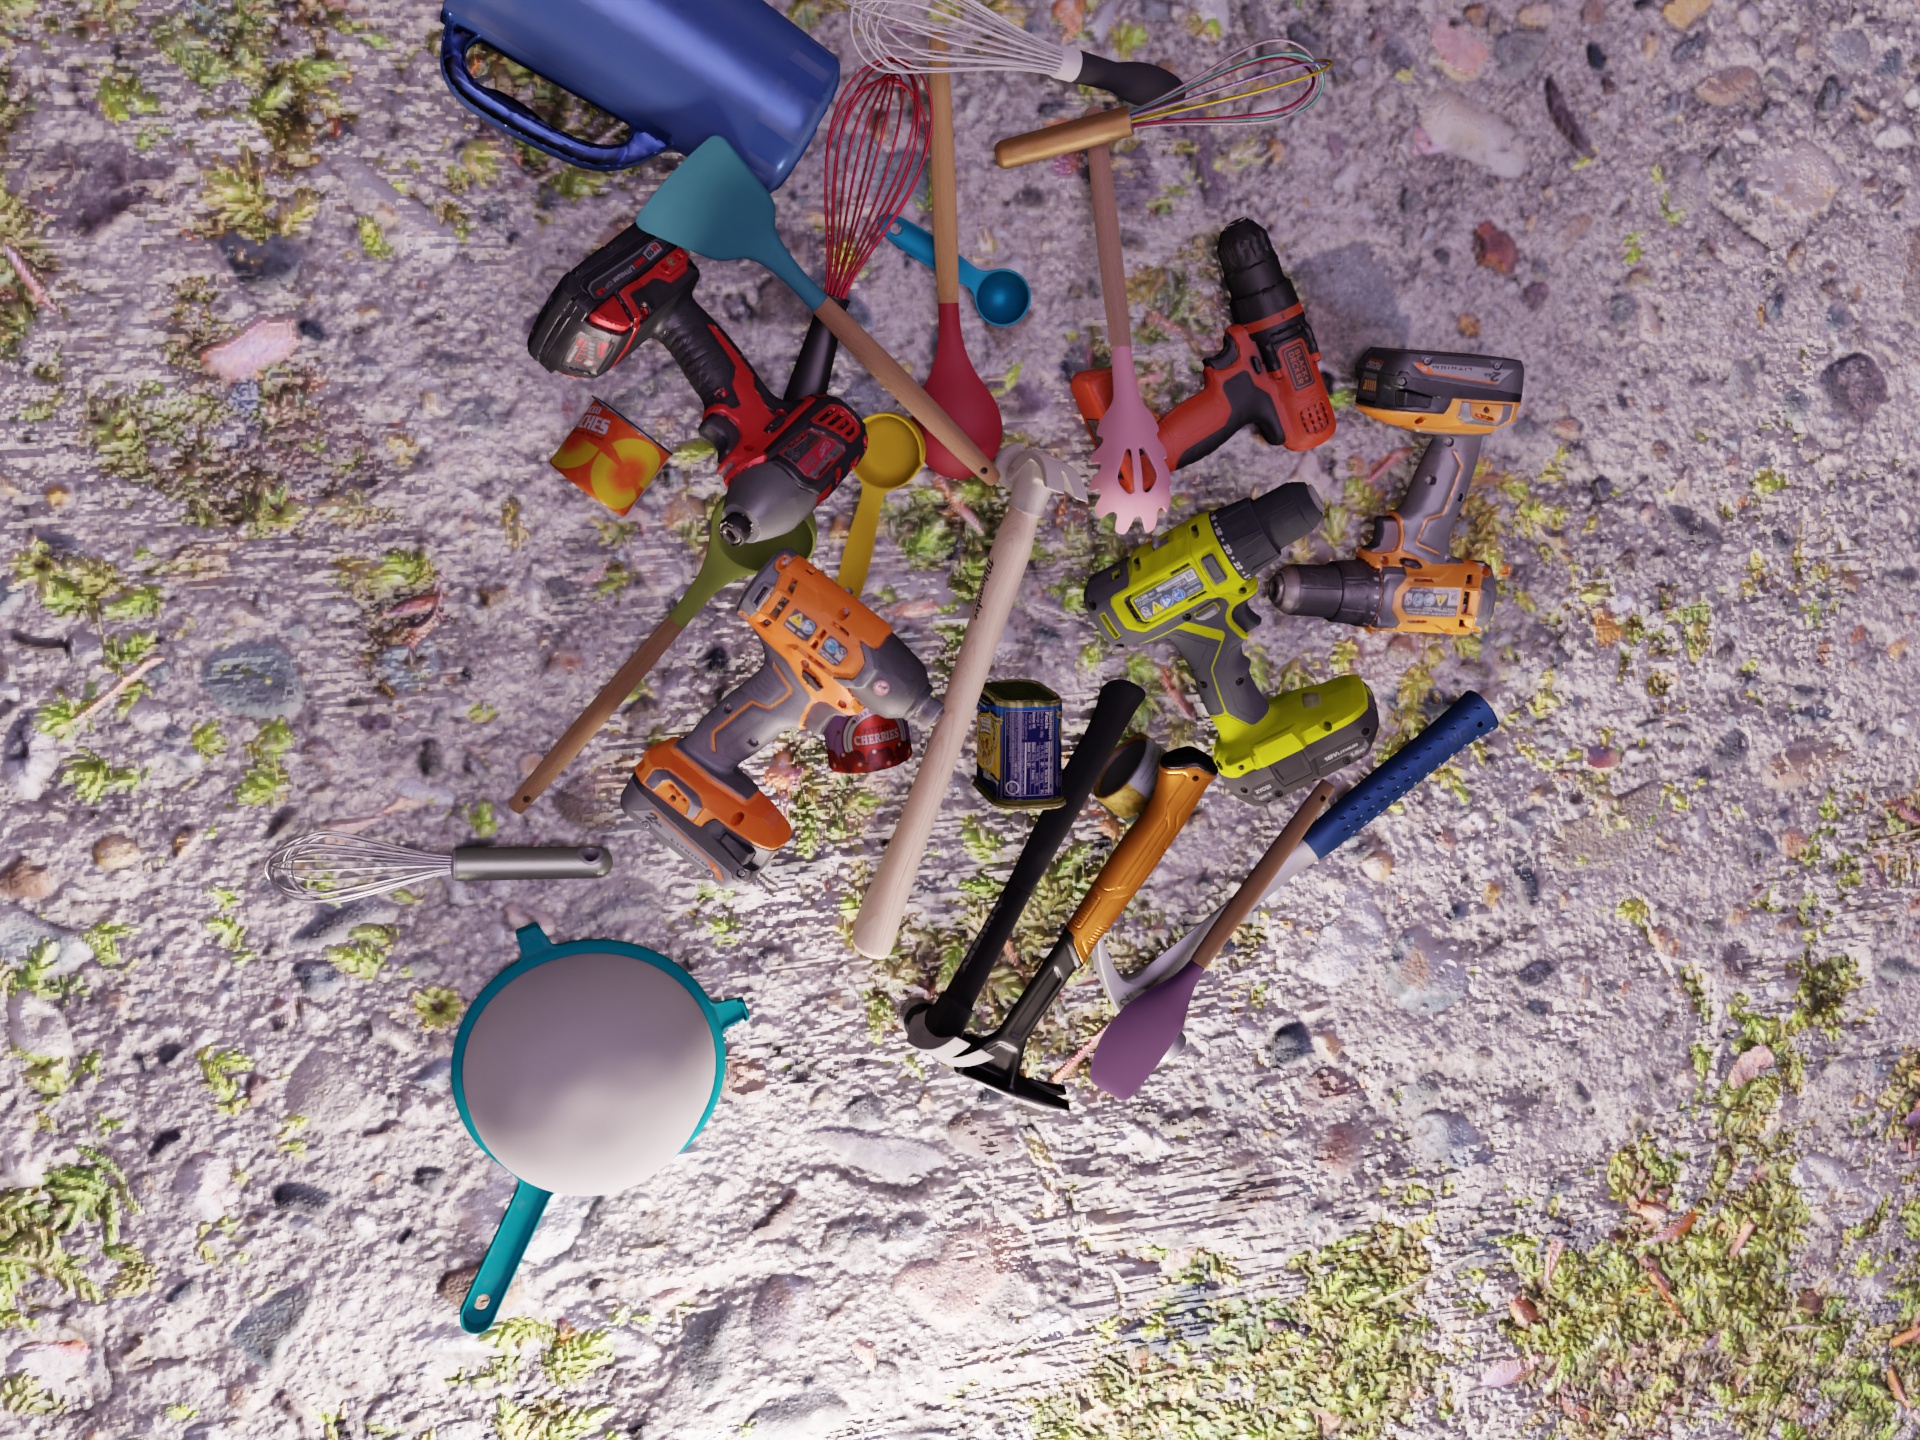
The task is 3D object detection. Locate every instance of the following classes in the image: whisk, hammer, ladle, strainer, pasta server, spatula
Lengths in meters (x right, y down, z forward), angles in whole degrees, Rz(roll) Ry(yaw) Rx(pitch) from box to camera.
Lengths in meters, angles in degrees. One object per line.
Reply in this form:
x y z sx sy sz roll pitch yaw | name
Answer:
0.144 -0.437 1.143 0.245 0.047 0.051 -11 150 13 | whisk
0.110 0.166 1.269 0.127 0.034 0.336 26 110 -14 | hammer
-0.225 -0.049 1.172 0.078 0.062 0.320 40 94 -27 | ladle
-0.309 0.338 1.218 0.211 0.095 0.340 24 95 -18 | strainer
-0.383 0.108 1.178 0.246 0.058 0.059 1 137 -17 | whisk
0.056 0.118 1.250 0.035 0.146 0.335 30 86 -16 | hammer
0.114 -0.296 1.167 0.060 0.040 0.316 -5 83 -4 | pasta server
-0.081 -0.269 1.114 0.082 0.044 0.317 -41 116 17 | spatula
-0.085 -0.324 1.142 0.073 0.073 0.295 14 106 -16 | whisk
0.046 -0.468 1.114 0.284 0.070 0.070 0 103 -33 | whisk
0.283 0.111 1.341 0.405 0.035 0.144 -39 108 -3 | hammer
0.209 0.178 1.309 0.059 0.018 0.316 35 94 -18 | spatula
-0.009 -0.331 1.159 0.069 0.031 0.315 -2 107 3 | ladle
-0.002 -0.004 1.202 0.038 0.146 0.410 16 103 -16 | hammer

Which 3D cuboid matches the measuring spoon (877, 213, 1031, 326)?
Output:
-0.005 -0.338 1.181 0.128 0.021 0.042 31 107 -9 | measuring spoon

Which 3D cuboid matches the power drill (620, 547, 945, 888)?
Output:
-0.126 0.010 1.152 0.164 0.084 0.226 37 108 0 | power drill

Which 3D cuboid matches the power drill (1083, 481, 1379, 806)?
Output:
0.231 -0.062 1.241 0.190 0.080 0.228 -28 111 20 | power drill

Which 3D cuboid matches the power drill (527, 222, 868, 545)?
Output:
-0.178 -0.222 1.087 0.219 0.078 0.143 43 52 -9 | power drill

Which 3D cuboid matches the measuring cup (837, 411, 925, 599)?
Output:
-0.067 -0.158 1.202 0.062 0.029 0.156 19 112 6 | measuring cup

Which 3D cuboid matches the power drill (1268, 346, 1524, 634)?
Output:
0.346 -0.179 1.269 0.185 0.084 0.226 1 107 -12 | power drill
